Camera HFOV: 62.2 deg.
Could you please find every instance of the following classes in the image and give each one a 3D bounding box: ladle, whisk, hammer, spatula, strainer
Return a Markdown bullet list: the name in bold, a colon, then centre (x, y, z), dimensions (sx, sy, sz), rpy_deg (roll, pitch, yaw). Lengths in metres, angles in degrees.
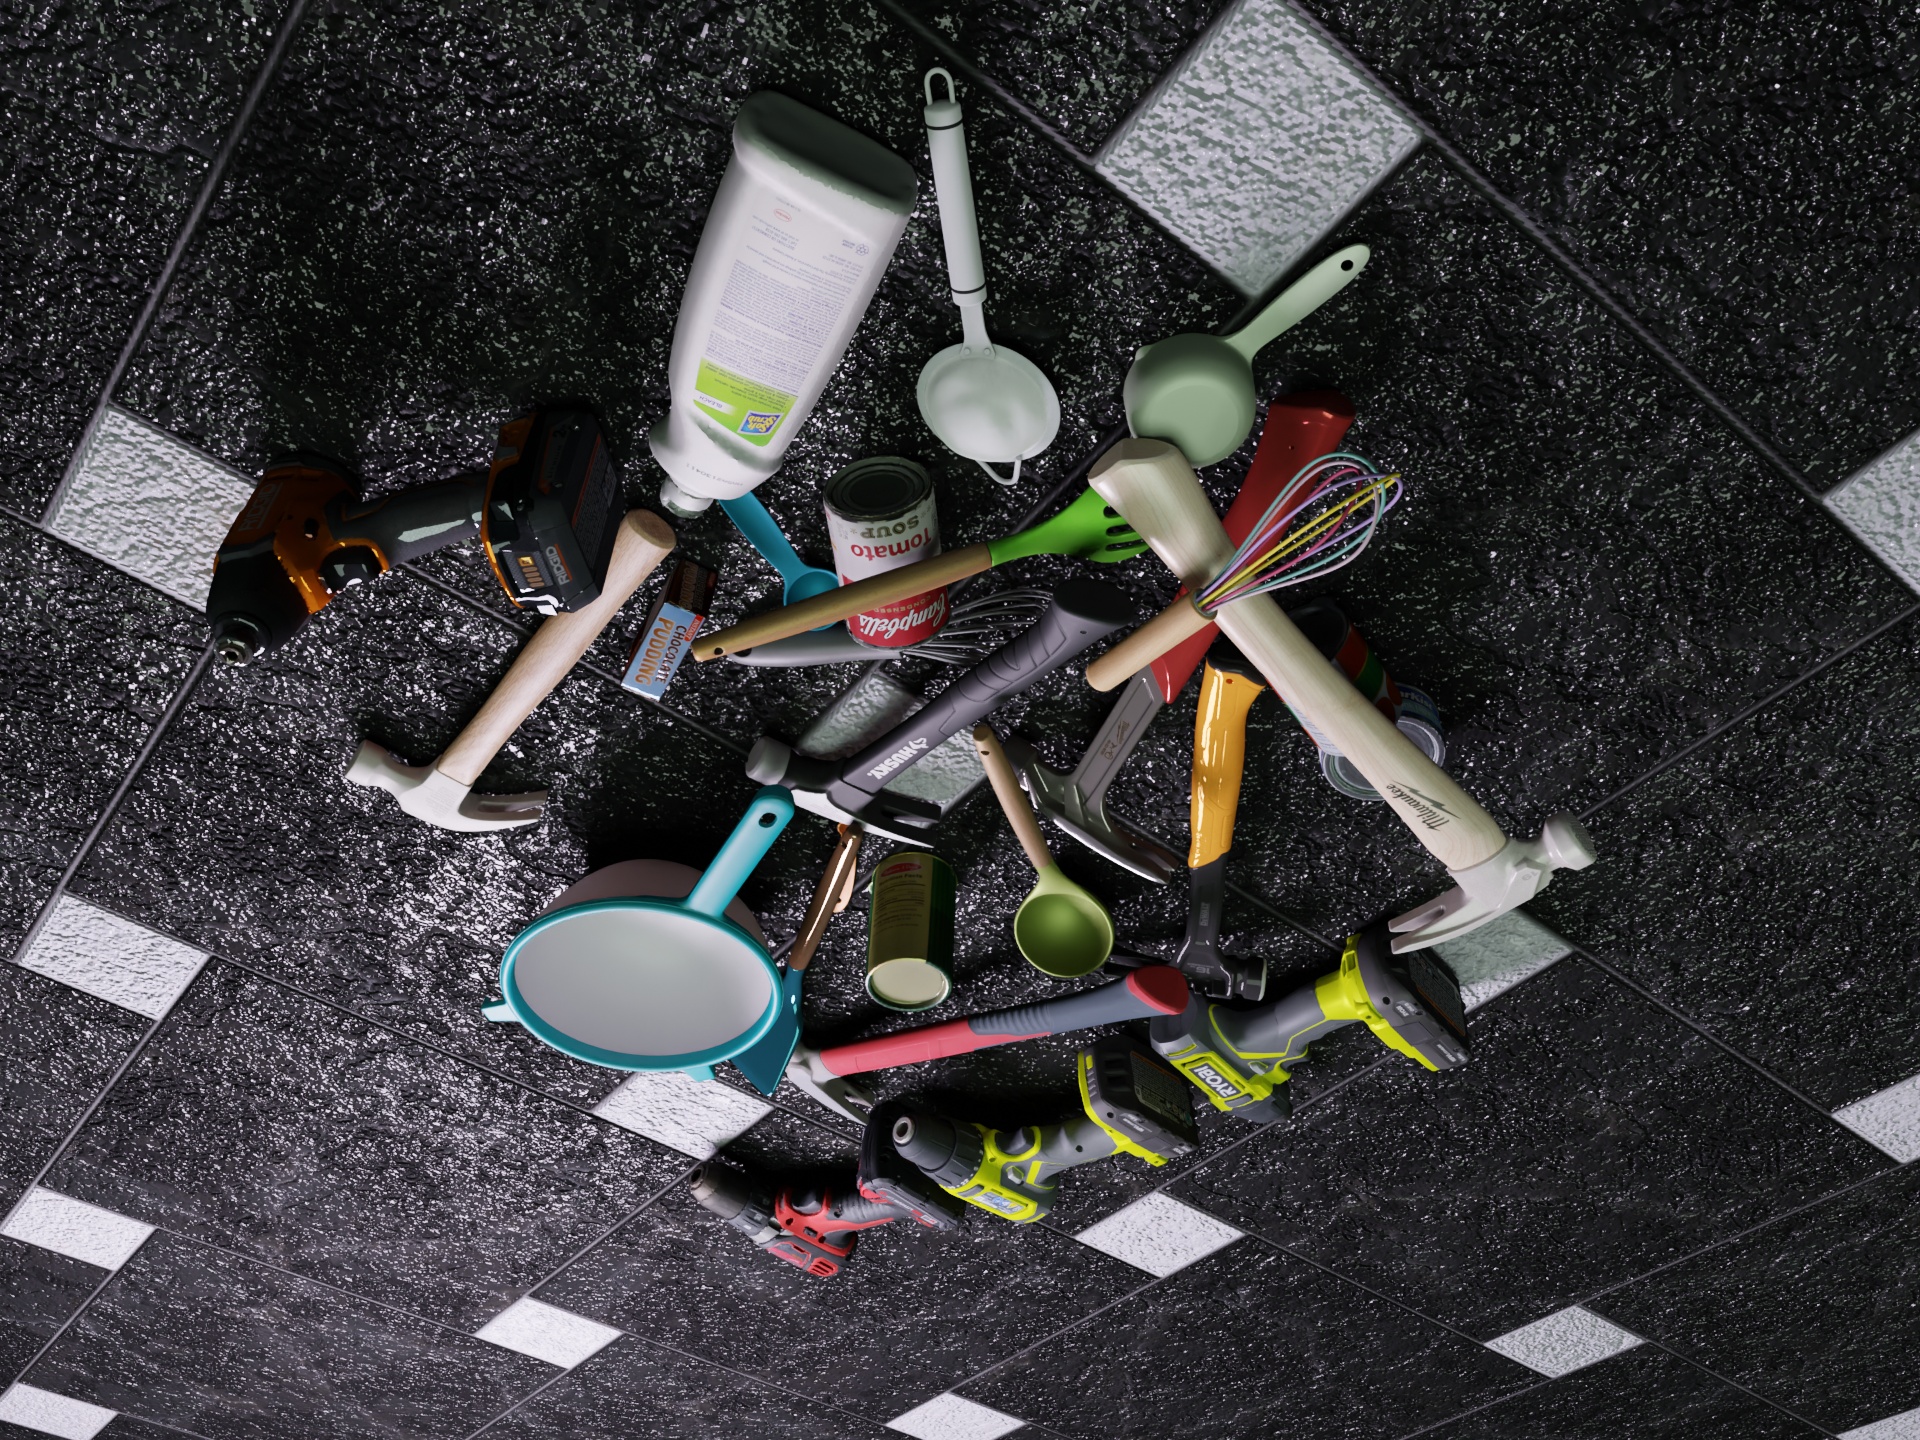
- **ladle**: centre (0.051, 0.097, 1.117), dimensions (0.078, 0.062, 0.319), rpy_deg (0, 150, 16)
- **whisk**: centre (0.148, -0.076, 0.889), dimensions (0.051, 0.047, 0.245), rpy_deg (39, 138, -14)
- **whisk**: centre (-0.041, -0.055, 1.040), dimensions (0.239, 0.055, 0.055), rpy_deg (-3, 133, 11)
- **hammer**: centre (0.175, 0.080, 1.156), dimensions (0.127, 0.034, 0.336), rpy_deg (7, 131, 9)
- **spatula**: centre (-0.128, 0.183, 1.245), dimensions (0.082, 0.044, 0.317), rpy_deg (45, 139, 18)
- **hammer**: centre (-0.291, -0.027, 1.083), dimensions (0.130, 0.031, 0.331), rpy_deg (31, 127, -24)
- **strainer**: centre (-0.207, 0.134, 1.189), dimensions (0.210, 0.095, 0.340), rpy_deg (22, 128, -21)
- **strainer**: centre (0.004, -0.229, 0.879), dimensions (0.087, 0.050, 0.258), rpy_deg (5, 131, 18)
- **hammer**: centre (0.152, -0.051, 1.015), dimensions (0.149, 0.037, 0.359), rpy_deg (34, 127, 6)
- **hammer**: centre (-0.002, -0.003, 1.037), dimensions (0.146, 0.035, 0.334), rpy_deg (27, 144, -23)
- **hammer**: centre (0.019, 0.260, 1.288), dimensions (0.386, 0.038, 0.143), rpy_deg (-19, 132, 33)
- **hammer**: centre (0.216, -0.011, 0.981), dimensions (0.146, 0.038, 0.410), rpy_deg (-36, 113, 28)

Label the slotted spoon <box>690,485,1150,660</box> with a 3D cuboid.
- **slotted spoon**: centre (-0.007, -0.088, 0.941), dimensions (0.313, 0.031, 0.070), rpy_deg (-19, 133, -8)

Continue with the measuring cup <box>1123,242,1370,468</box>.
- **measuring cup**: centre (0.163, -0.204, 0.893), dimensions (0.083, 0.038, 0.167), rpy_deg (34, 128, -26)

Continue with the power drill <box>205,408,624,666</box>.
- **power drill**: centre (-0.323, -0.101, 0.926), dimensions (0.226, 0.164, 0.084), rpy_deg (-8, 132, 7)

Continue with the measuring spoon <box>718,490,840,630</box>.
- **measuring spoon**: centre (-0.118, -0.112, 1.010), dimensions (0.042, 0.021, 0.128), rpy_deg (-37, 116, 1)

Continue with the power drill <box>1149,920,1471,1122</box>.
- **power drill**: centre (0.291, 0.258, 1.300), dimensions (0.223, 0.080, 0.171), rpy_deg (-28, 126, 30)

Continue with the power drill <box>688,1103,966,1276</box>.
- **power drill**: centre (-0.124, 0.438, 1.484), dimensions (0.226, 0.080, 0.187), rpy_deg (-32, 124, 32)

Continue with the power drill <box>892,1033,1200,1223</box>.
- **power drill**: centre (0.072, 0.358, 1.384), dimensions (0.228, 0.080, 0.190), rpy_deg (-31, 133, 26)

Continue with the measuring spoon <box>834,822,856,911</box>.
- **measuring spoon**: centre (-0.090, 0.110, 1.220), dimensions (0.021, 0.011, 0.116), rpy_deg (7, 137, -6)
